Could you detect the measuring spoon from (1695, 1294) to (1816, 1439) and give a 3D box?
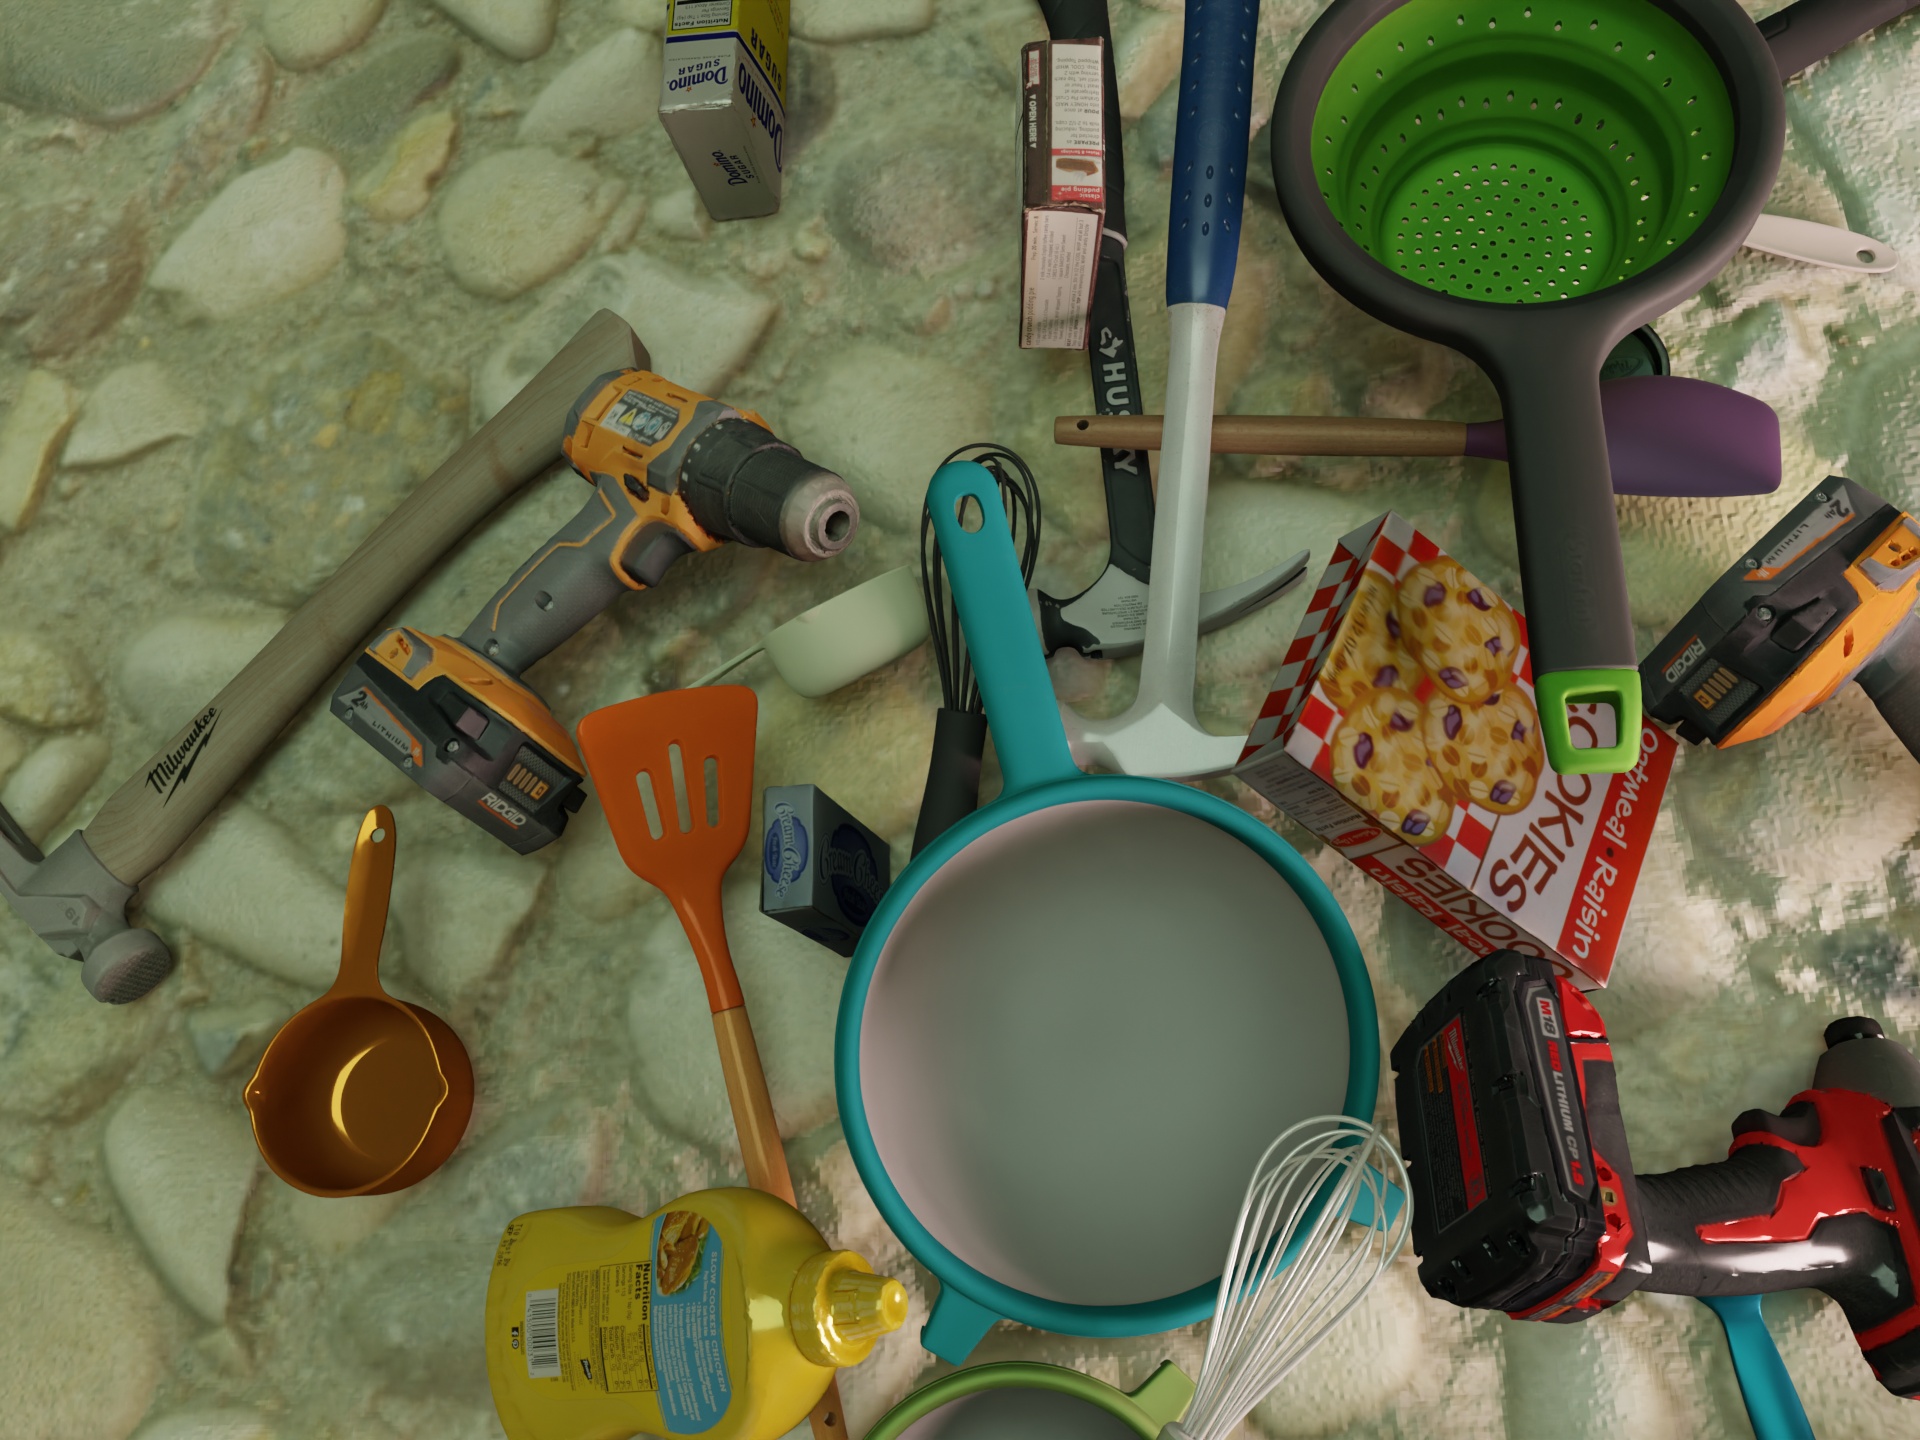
[{"bbox_3d":[0.309,0.247,0.610,0.042,0.021,0.129,-15,71,4],"label":"measuring spoon"}]

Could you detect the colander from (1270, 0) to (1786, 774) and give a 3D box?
[{"bbox_3d":[0.240,-0.159,0.676,0.204,0.094,0.397,-3,71,10],"label":"colander"}]

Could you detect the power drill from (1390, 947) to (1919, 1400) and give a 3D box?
[{"bbox_3d":[0.279,0.161,0.585,0.219,0.078,0.143,13,50,-9],"label":"power drill"}]

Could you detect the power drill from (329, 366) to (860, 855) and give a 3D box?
[{"bbox_3d":[-0.160,-0.053,0.725,0.185,0.084,0.226,27,76,40],"label":"power drill"}]

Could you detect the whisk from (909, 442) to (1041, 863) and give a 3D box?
[{"bbox_3d":[-0.002,-0.002,0.701,0.055,0.055,0.239,8,93,11],"label":"whisk"}]

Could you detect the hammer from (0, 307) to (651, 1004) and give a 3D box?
[{"bbox_3d":[-0.317,-0.058,0.799,0.146,0.038,0.410,40,82,19],"label":"hammer"}]

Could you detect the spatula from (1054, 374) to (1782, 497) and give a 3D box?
[{"bbox_3d":[0.200,-0.129,0.714,0.316,0.018,0.060,2,72,9],"label":"spatula"}]

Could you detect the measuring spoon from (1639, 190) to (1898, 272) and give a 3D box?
[{"bbox_3d":[0.380,-0.228,0.757,0.124,0.018,0.034,14,75,6],"label":"measuring spoon"}]

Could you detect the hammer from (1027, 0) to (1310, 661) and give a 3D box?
[{"bbox_3d":[0.076,-0.226,0.791,0.149,0.036,0.409,-6,72,6],"label":"hammer"}]

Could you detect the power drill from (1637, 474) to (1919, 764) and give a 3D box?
[{"bbox_3d":[0.384,0.023,0.618,0.164,0.084,0.227,-35,70,-28],"label":"power drill"}]

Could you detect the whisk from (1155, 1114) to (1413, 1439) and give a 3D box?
[{"bbox_3d":[0.088,0.250,0.564,0.058,0.059,0.246,29,84,17],"label":"whisk"}]

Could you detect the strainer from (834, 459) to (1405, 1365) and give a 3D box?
[{"bbox_3d":[0.036,0.067,0.647,0.211,0.095,0.340,-15,86,-8],"label":"strainer"}]

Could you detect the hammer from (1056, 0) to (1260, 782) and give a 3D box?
[{"bbox_3d":[0.110,-0.171,0.707,0.144,0.035,0.406,4,80,10],"label":"hammer"}]

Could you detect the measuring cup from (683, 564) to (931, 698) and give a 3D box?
[{"bbox_3d":[-0.087,-0.018,0.743,0.167,0.083,0.038,-28,92,17],"label":"measuring cup"}]

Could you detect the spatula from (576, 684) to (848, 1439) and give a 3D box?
[{"bbox_3d":[-0.091,0.146,0.674,0.081,0.041,0.323,-11,79,-24],"label":"spatula"}]

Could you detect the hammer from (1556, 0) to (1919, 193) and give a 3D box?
[{"bbox_3d":[0.437,-0.343,0.771,0.335,0.035,0.146,-29,70,-1],"label":"hammer"}]

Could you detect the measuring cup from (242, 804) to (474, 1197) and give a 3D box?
[{"bbox_3d":[-0.263,0.128,0.724,0.095,0.052,0.174,-3,70,8],"label":"measuring cup"}]

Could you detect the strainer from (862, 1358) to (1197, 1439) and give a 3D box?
[{"bbox_3d":[-0.031,0.319,0.607,0.256,0.069,0.151,0,78,1],"label":"strainer"}]
